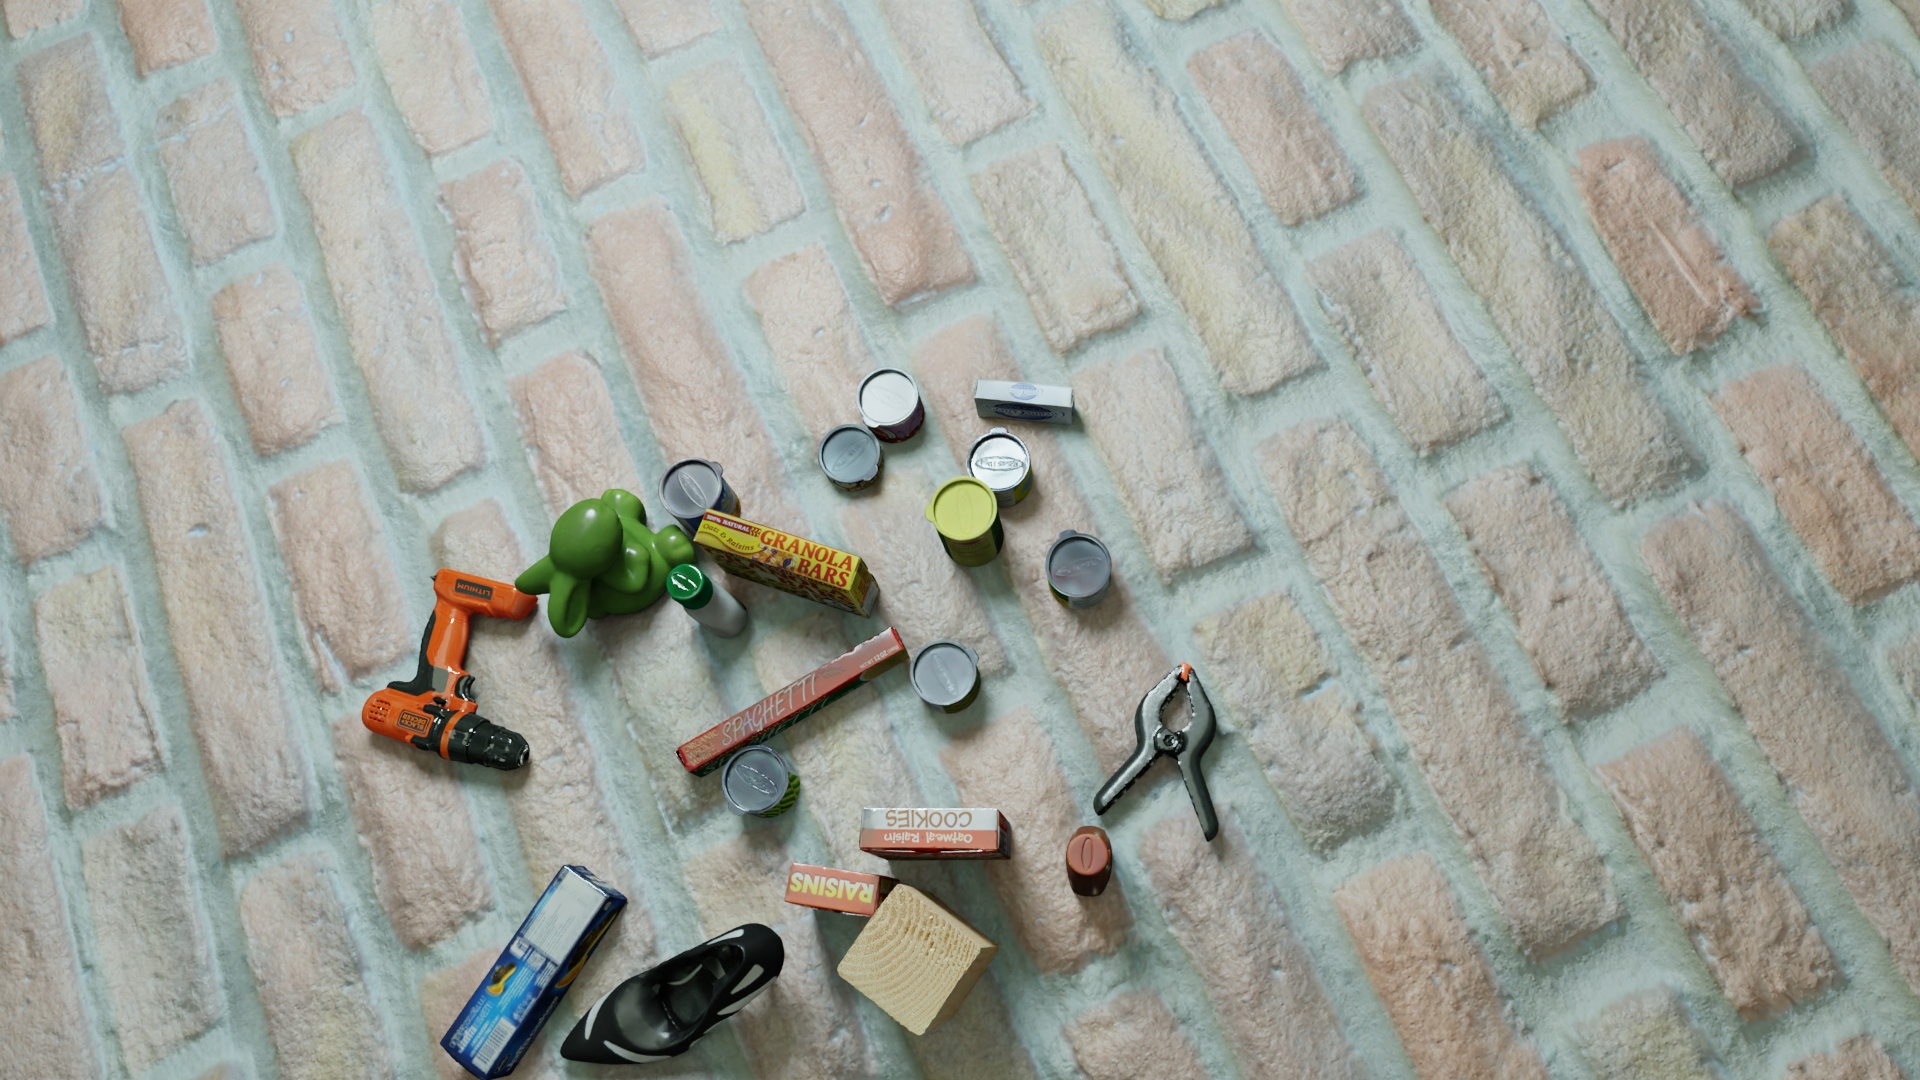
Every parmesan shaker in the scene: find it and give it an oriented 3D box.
[{"bbox_3d":[0.005,-0.018,1.406,0.071,0.103,0.071,-2,74,5],"label":"parmesan shaker"}]

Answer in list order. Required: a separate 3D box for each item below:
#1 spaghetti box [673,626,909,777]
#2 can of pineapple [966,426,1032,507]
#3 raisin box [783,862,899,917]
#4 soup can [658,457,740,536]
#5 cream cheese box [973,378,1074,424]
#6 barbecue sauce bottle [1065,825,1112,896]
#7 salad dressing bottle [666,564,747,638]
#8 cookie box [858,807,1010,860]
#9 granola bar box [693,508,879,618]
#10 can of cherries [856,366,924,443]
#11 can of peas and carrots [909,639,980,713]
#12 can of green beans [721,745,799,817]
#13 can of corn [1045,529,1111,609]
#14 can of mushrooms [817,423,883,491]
[{"bbox_3d":[-0.167,0.163,1.396,0.250,0.050,0.029,-30,73,-4],"label":"spaghetti box"},{"bbox_3d":[0.042,-0.075,1.443,0.071,0.057,0.071,-1,74,5],"label":"can of pineapple"},{"bbox_3d":[-0.109,0.329,1.303,0.086,0.123,0.040,7,75,8],"label":"raisin box"},{"bbox_3d":[-0.268,-0.044,1.450,0.071,0.083,0.071,-1,74,5],"label":"soup can"},{"bbox_3d":[0.068,-0.146,1.464,0.104,0.053,0.024,6,75,7],"label":"cream cheese box"},{"bbox_3d":[0.118,0.293,1.278,0.044,0.148,0.065,4,74,7],"label":"barbecue sauce bottle"},{"bbox_3d":[-0.254,0.060,1.384,0.064,0.147,0.044,30,79,13],"label":"salad dressing bottle"},{"bbox_3d":[-0.020,0.274,1.287,0.123,0.167,0.040,-1,74,5],"label":"cookie box"},{"bbox_3d":[-0.172,0.024,1.399,0.166,0.124,0.039,17,76,10],"label":"granola bar box"},{"bbox_3d":[-0.076,-0.141,1.474,0.071,0.058,0.071,-1,74,5],"label":"can of cherries"},{"bbox_3d":[-0.012,0.135,1.385,0.071,0.058,0.071,-1,74,5],"label":"can of peas and carrots"},{"bbox_3d":[-0.197,0.239,1.372,0.071,0.057,0.071,-1,74,5],"label":"can of green beans"},{"bbox_3d":[0.119,0.029,1.404,0.071,0.058,0.071,-1,74,5],"label":"can of corn"},{"bbox_3d":[-0.114,-0.086,1.474,0.071,0.033,0.071,-1,73,5],"label":"can of mushrooms"}]
